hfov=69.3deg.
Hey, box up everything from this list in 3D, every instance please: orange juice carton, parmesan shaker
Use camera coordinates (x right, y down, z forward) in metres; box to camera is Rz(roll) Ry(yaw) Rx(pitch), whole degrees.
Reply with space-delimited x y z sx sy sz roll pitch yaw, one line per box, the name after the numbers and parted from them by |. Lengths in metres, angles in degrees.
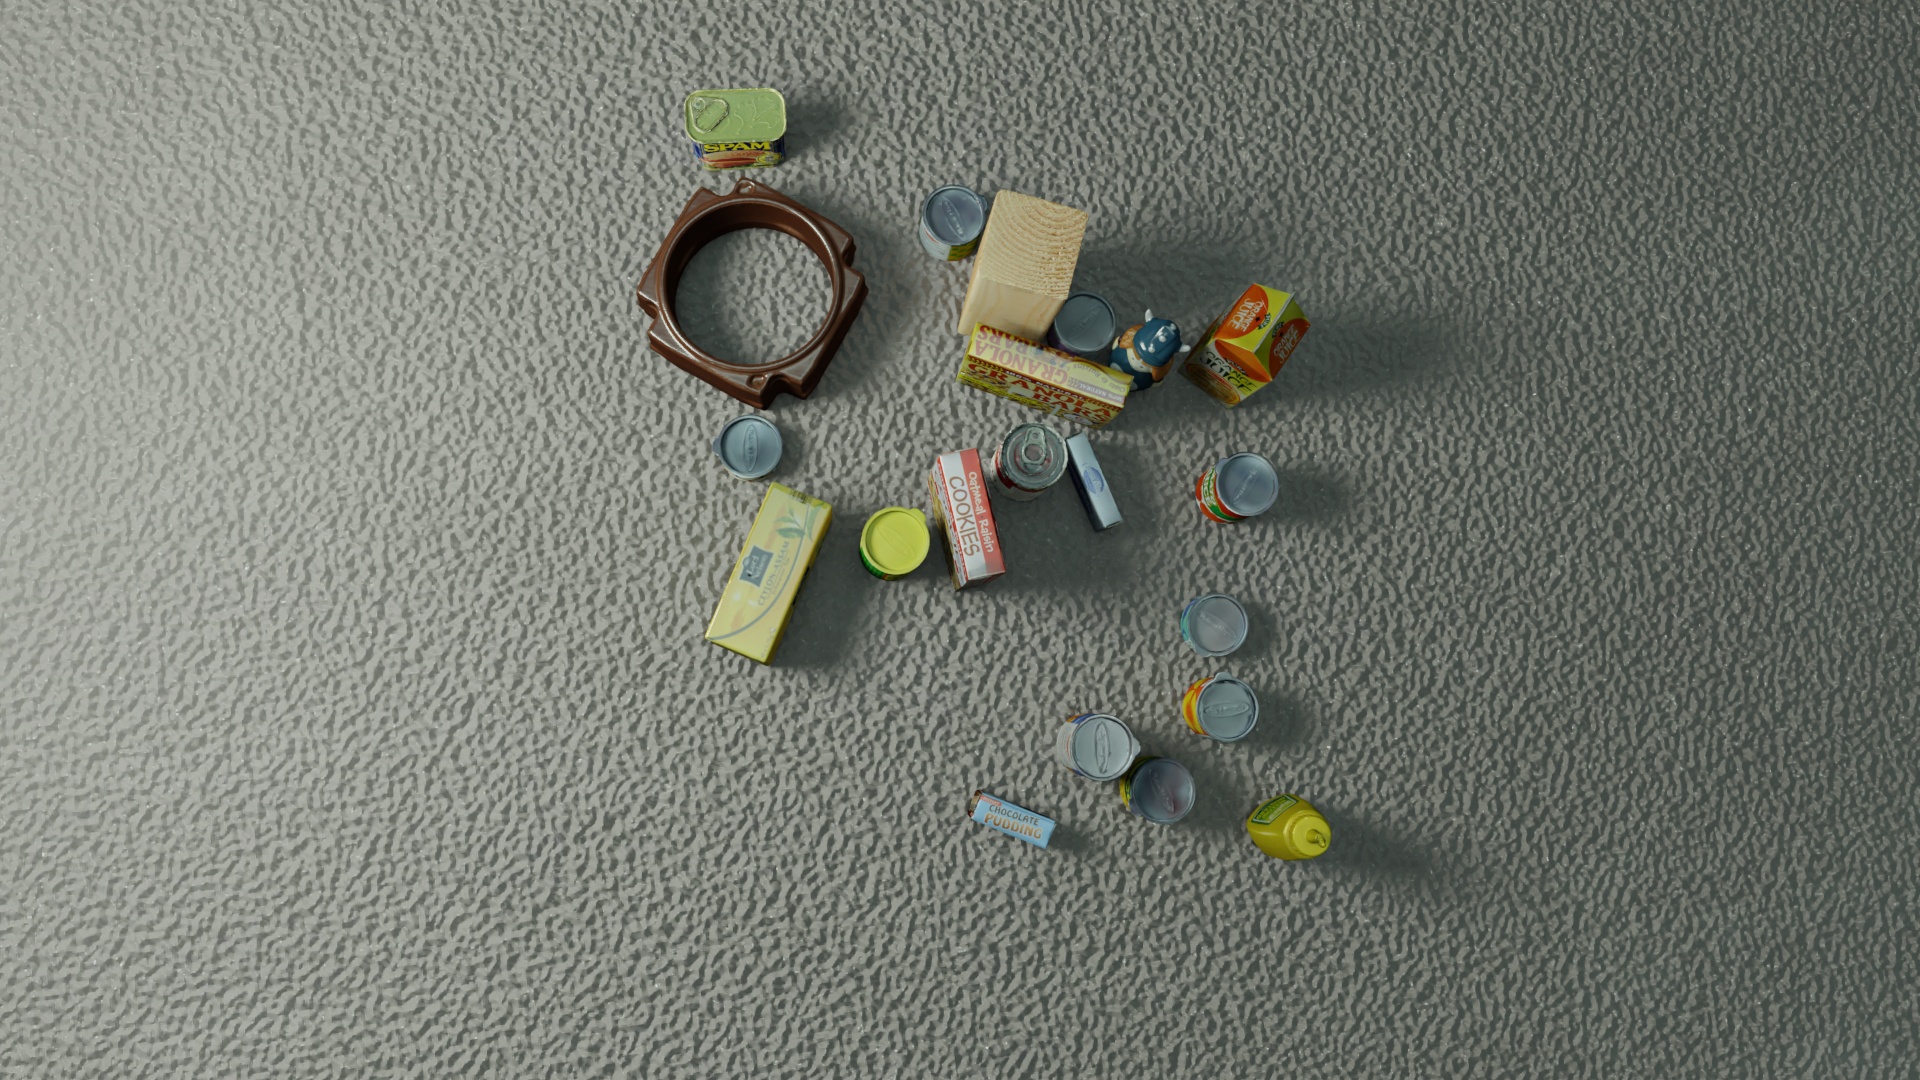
0.291 -0.199 1.414 0.073 0.192 0.072 36 82 -1 | orange juice carton
-0.066 0.003 1.400 0.071 0.103 0.071 1 84 -5 | parmesan shaker

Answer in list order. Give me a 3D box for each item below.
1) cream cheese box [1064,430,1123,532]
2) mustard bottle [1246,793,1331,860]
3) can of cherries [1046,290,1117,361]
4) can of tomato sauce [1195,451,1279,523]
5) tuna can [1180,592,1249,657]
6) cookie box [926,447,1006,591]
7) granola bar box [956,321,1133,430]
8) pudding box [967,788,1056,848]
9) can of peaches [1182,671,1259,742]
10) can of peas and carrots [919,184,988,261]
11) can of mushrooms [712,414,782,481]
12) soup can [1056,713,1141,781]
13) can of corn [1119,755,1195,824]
0.135 -0.060 1.452 0.024 0.053 0.104 -23 86 -7 | cream cheese box
0.333 0.287 1.377 0.065 0.160 0.049 -36 88 -8 | mustard bottle
0.126 -0.227 1.468 0.071 0.058 0.071 1 84 -5 | can of cherries
0.286 -0.054 1.452 0.071 0.083 0.071 1 84 -5 | can of tomato sauce
0.265 0.091 1.458 0.071 0.033 0.071 1 83 -6 | tuna can
0.005 -0.017 1.377 0.040 0.167 0.123 -13 85 -7 | cookie box
0.083 -0.165 1.424 0.165 0.124 0.039 19 83 -3 | granola bar box
0.052 0.281 1.406 0.084 0.049 0.030 22 82 -3 | pudding box
0.268 0.172 1.436 0.071 0.058 0.071 1 84 -5 | can of peaches
-0.007 -0.336 1.468 0.071 0.058 0.071 1 84 -5 | can of peas and carrots
-0.219 -0.095 1.432 0.071 0.033 0.071 1 83 -6 | can of mushrooms
0.139 0.208 1.406 0.071 0.083 0.071 1 84 -5 | soup can
0.198 0.255 1.419 0.071 0.058 0.071 1 84 -5 | can of corn
